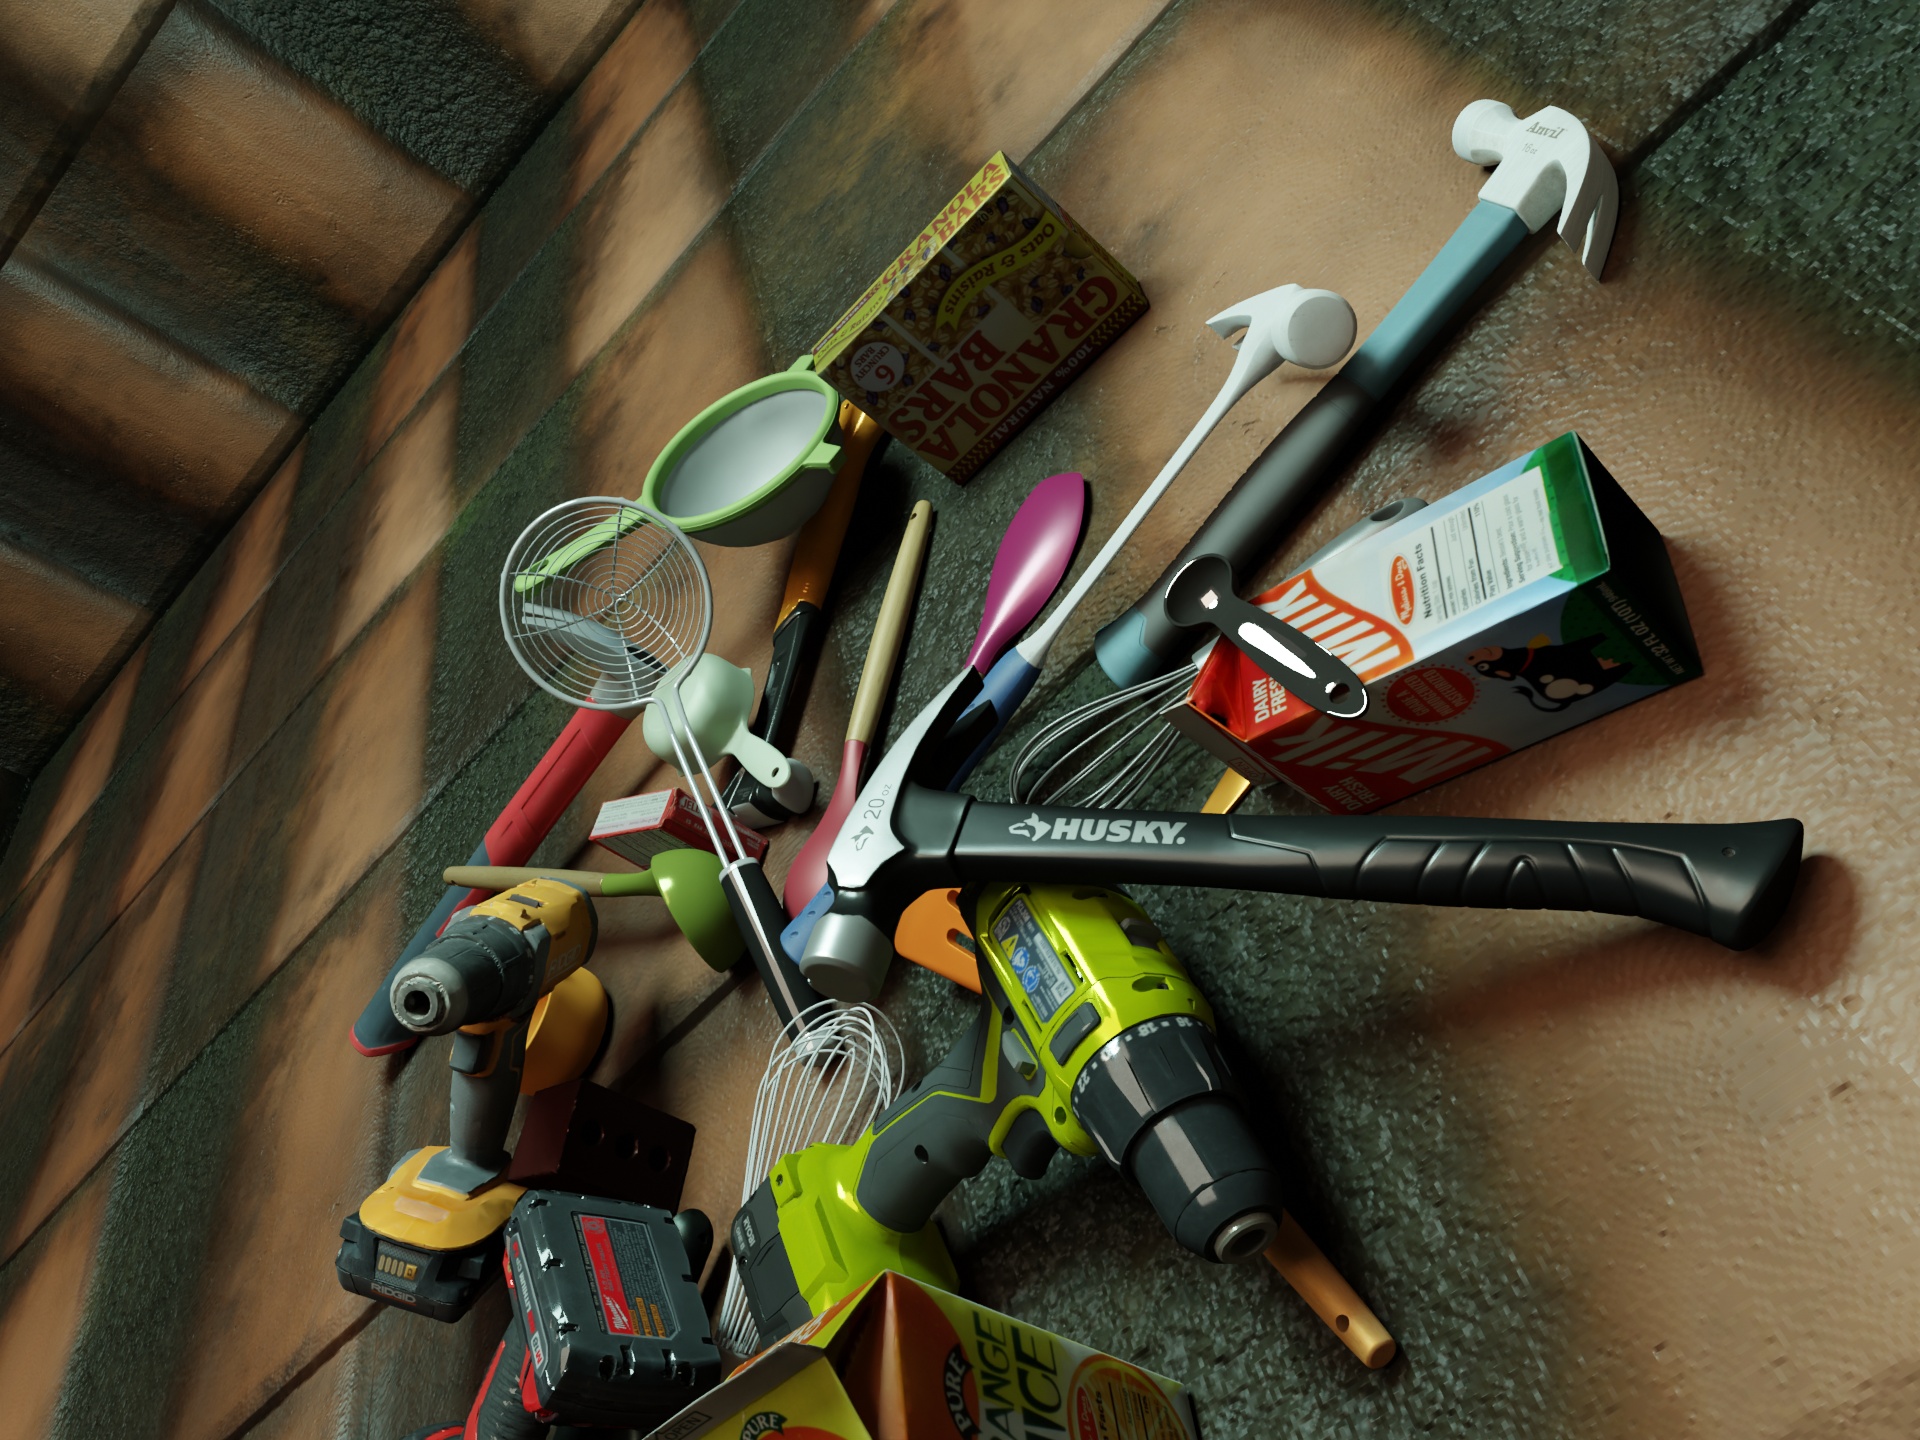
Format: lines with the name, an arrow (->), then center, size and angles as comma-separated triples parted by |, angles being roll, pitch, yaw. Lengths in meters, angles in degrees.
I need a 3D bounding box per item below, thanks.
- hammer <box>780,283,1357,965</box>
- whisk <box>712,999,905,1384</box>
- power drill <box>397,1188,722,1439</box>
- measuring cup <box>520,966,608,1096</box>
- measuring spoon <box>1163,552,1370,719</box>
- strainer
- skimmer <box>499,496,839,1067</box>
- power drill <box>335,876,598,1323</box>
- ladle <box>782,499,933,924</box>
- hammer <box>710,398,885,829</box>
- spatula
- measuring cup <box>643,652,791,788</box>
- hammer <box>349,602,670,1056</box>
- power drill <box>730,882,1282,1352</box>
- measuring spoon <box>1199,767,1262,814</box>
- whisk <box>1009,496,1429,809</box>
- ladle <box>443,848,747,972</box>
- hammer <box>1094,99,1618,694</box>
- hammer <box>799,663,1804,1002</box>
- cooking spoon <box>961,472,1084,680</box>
hammer -> 0.041, -0.040, 0.783 | 0.405, 0.035, 0.144 | -53, 11, 11
whisk -> -0.097, 0.266, 0.736 | 0.070, 0.070, 0.285 | 7, 73, 54
power drill -> -0.200, 0.338, 0.726 | 0.219, 0.078, 0.143 | -59, 34, 15
measuring cup -> -0.275, 0.173, 1.047 | 0.095, 0.052, 0.174 | -47, 33, 15
measuring spoon -> 0.120, -0.029, 0.616 | 0.034, 0.018, 0.124 | -52, 38, 7
strainer -> -0.177, -0.134, 1.067 | 0.256, 0.069, 0.152 | -29, 38, 9
skimmer -> -0.157, 0.027, 0.886 | 0.127, 0.090, 0.364 | -31, 57, 3
power drill -> -0.274, 0.207, 0.873 | 0.185, 0.084, 0.226 | -34, -41, -83
ladle -> -0.053, -0.007, 0.939 | 0.069, 0.031, 0.316 | -19, 47, 42
hammer -> -0.108, -0.080, 1.063 | 0.127, 0.034, 0.337 | -15, 51, 44
spatula -> 0.064, 0.142, 0.648 | 0.081, 0.041, 0.323 | -62, 33, 10
measuring cup -> -0.149, 0.005, 0.974 | 0.083, 0.038, 0.168 | -57, 33, -2
hammer -> -0.344, 0.093, 1.139 | 0.386, 0.143, 0.038 | -51, 26, 17
power drill -> 0.015, 0.178, 0.616 | 0.228, 0.080, 0.191 | -53, 39, 19
measuring spoon -> 0.126, 0.016, 0.701 | 0.117, 0.011, 0.021 | -55, 33, 3
whisk -> 0.114, -0.022, 0.724 | 0.239, 0.055, 0.055 | -39, 37, 18
ladle -> -0.245, 0.112, 1.005 | 0.320, 0.078, 0.062 | -2, 39, 42
hammer -> 0.178, -0.147, 0.755 | 0.331, 0.033, 0.128 | -50, 33, 10
hammer -> 0.111, 0.043, 0.566 | 0.335, 0.035, 0.146 | 0, 49, 26
cooking spoon -> -0.001, -0.003, 0.874 | 0.069, 0.017, 0.319 | 0, 62, 53
